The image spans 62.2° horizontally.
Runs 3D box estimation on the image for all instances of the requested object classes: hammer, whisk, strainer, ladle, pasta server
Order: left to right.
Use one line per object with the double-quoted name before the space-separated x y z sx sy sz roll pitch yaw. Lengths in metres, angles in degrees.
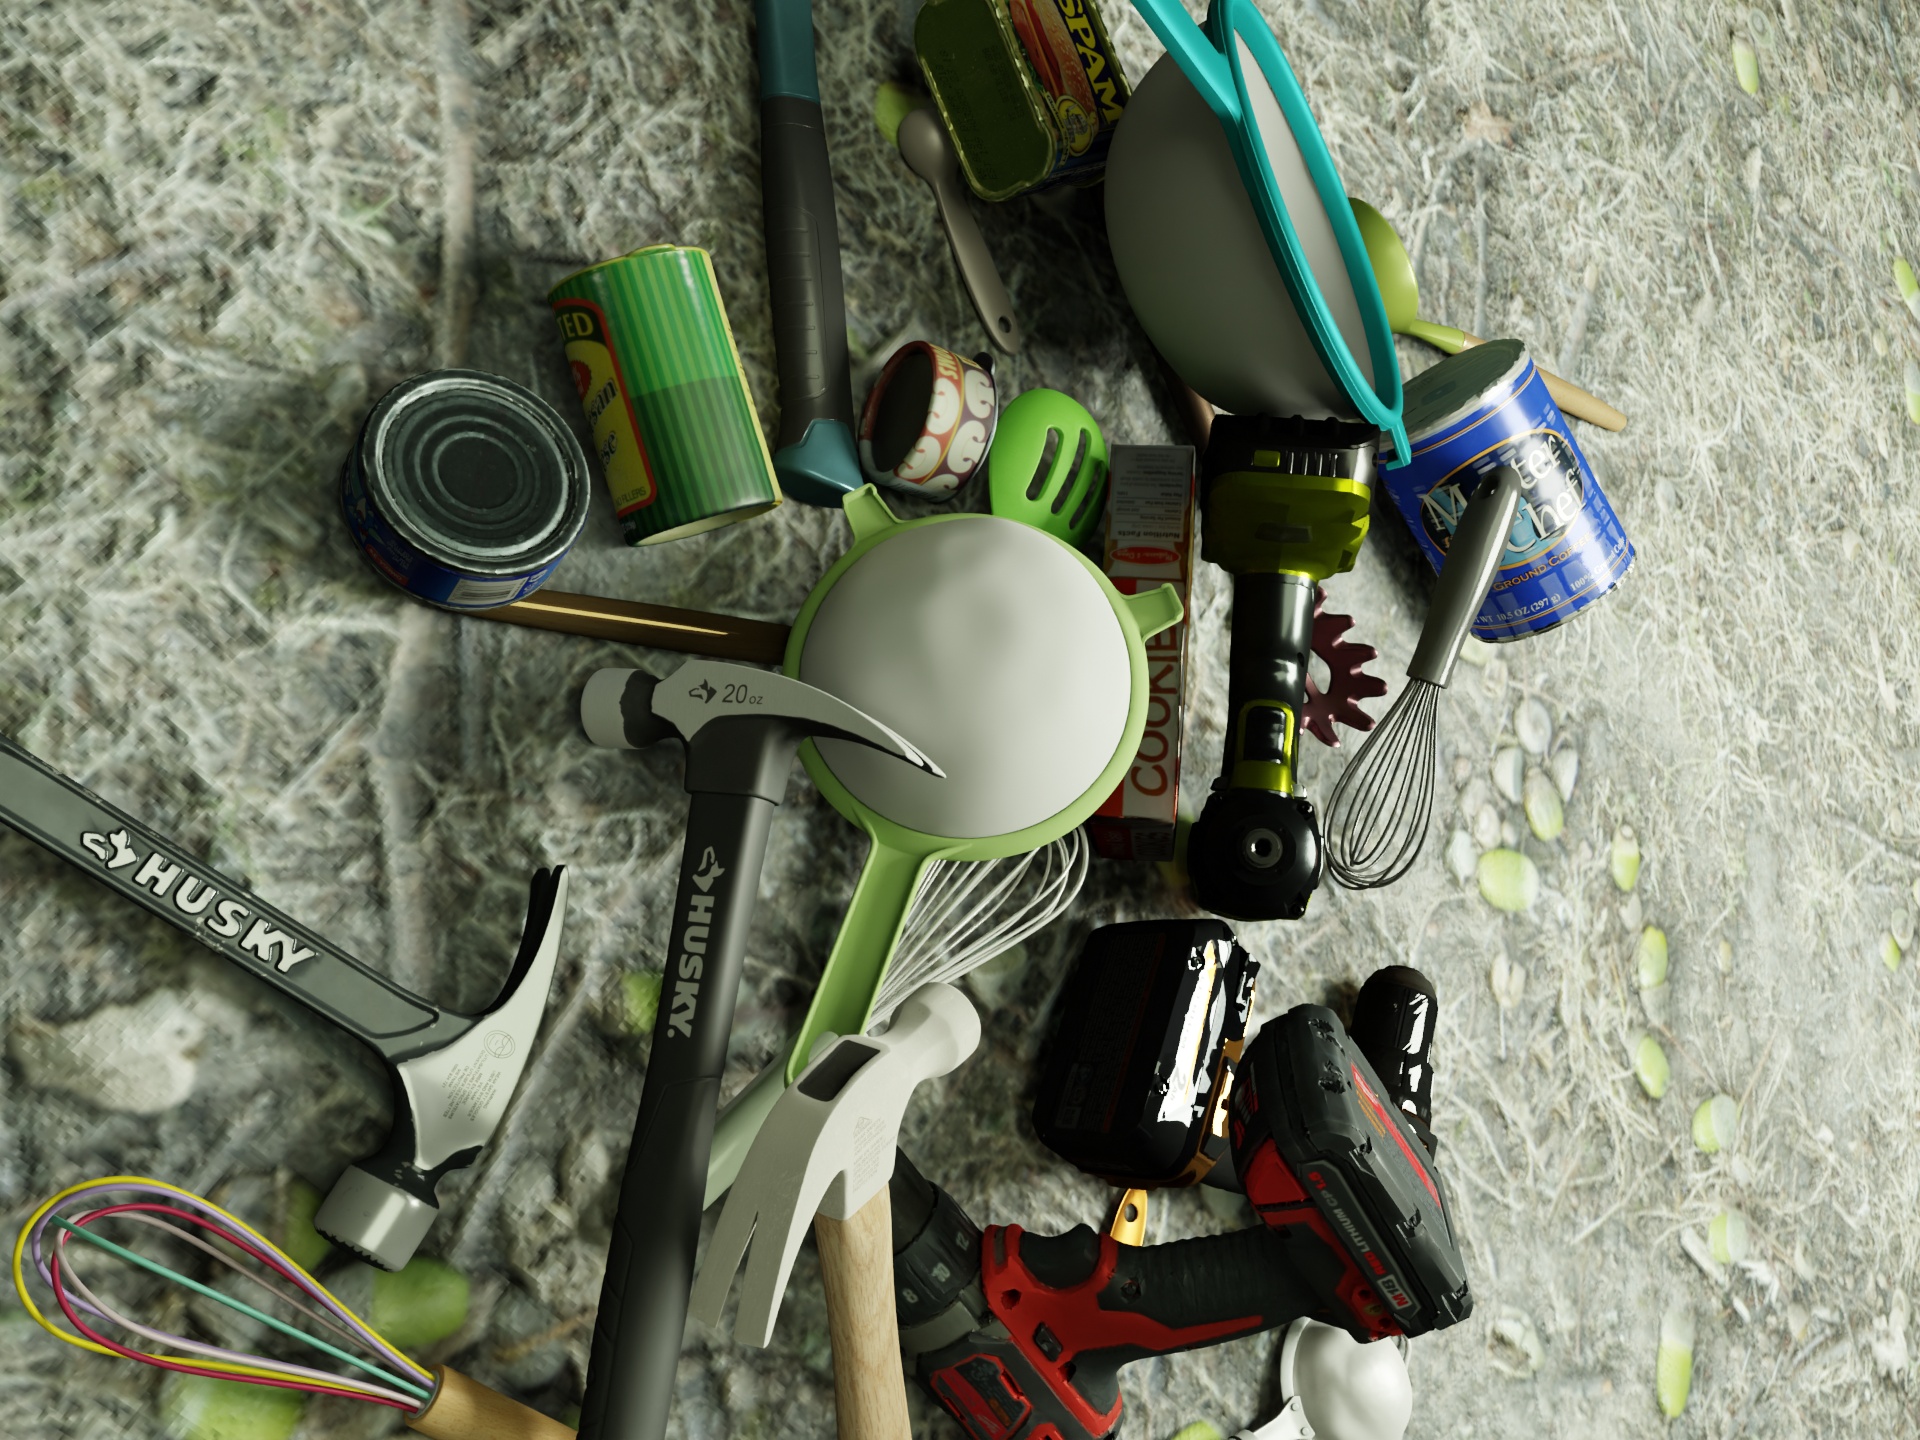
"hammer" -0.304 0.010 0.500 0.408 0.036 0.149 41 61 -23
"whisk" -0.201 0.222 0.536 0.244 0.051 0.047 42 45 -29
"hammer" -0.096 0.143 0.565 0.035 0.146 0.335 33 63 -62
"hammer" -0.075 -0.258 0.702 0.128 0.033 0.331 -2 84 -34
"ladle" -0.063 -0.031 0.681 0.315 0.031 0.069 7 79 -32
"whisk" -0.040 0.116 0.642 0.059 0.057 0.246 45 72 8
"hammer" -0.032 0.268 0.581 0.130 0.031 0.331 -29 122 -51
"strainer" -0.015 0.023 0.611 0.151 0.069 0.256 19 72 4
"strainer" 0.094 -0.235 0.696 0.340 0.095 0.211 23 53 -56
"pasta server" 0.138 -0.134 0.829 0.060 0.040 0.316 -25 97 -7
"strainer" 0.144 0.348 0.761 0.258 0.050 0.087 -15 76 -32
"whisk" 0.249 -0.022 0.841 0.055 0.055 0.239 19 92 -32
"ladle" 0.322 -0.233 0.964 0.320 0.078 0.062 11 120 -37

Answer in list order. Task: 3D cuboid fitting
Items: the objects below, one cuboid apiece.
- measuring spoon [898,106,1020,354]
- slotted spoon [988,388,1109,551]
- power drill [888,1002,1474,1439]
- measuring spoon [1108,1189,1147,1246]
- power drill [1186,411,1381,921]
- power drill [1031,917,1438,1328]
"measuring spoon" 0.006 -0.236 0.763 0.034 0.018 0.124 -28 99 -35
"slotted spoon" -0.001 -0.002 0.689 0.070 0.031 0.314 28 79 -34
"power drill" 0.062 0.200 0.632 0.187 0.226 0.080 55 18 -16
"measuring spoon" 0.065 0.270 0.736 0.021 0.011 0.117 34 62 -26
"power drill" 0.143 -0.019 0.731 0.080 0.171 0.223 5 83 9
"power drill" 0.153 0.172 0.771 0.226 0.084 0.185 37 61 -30
